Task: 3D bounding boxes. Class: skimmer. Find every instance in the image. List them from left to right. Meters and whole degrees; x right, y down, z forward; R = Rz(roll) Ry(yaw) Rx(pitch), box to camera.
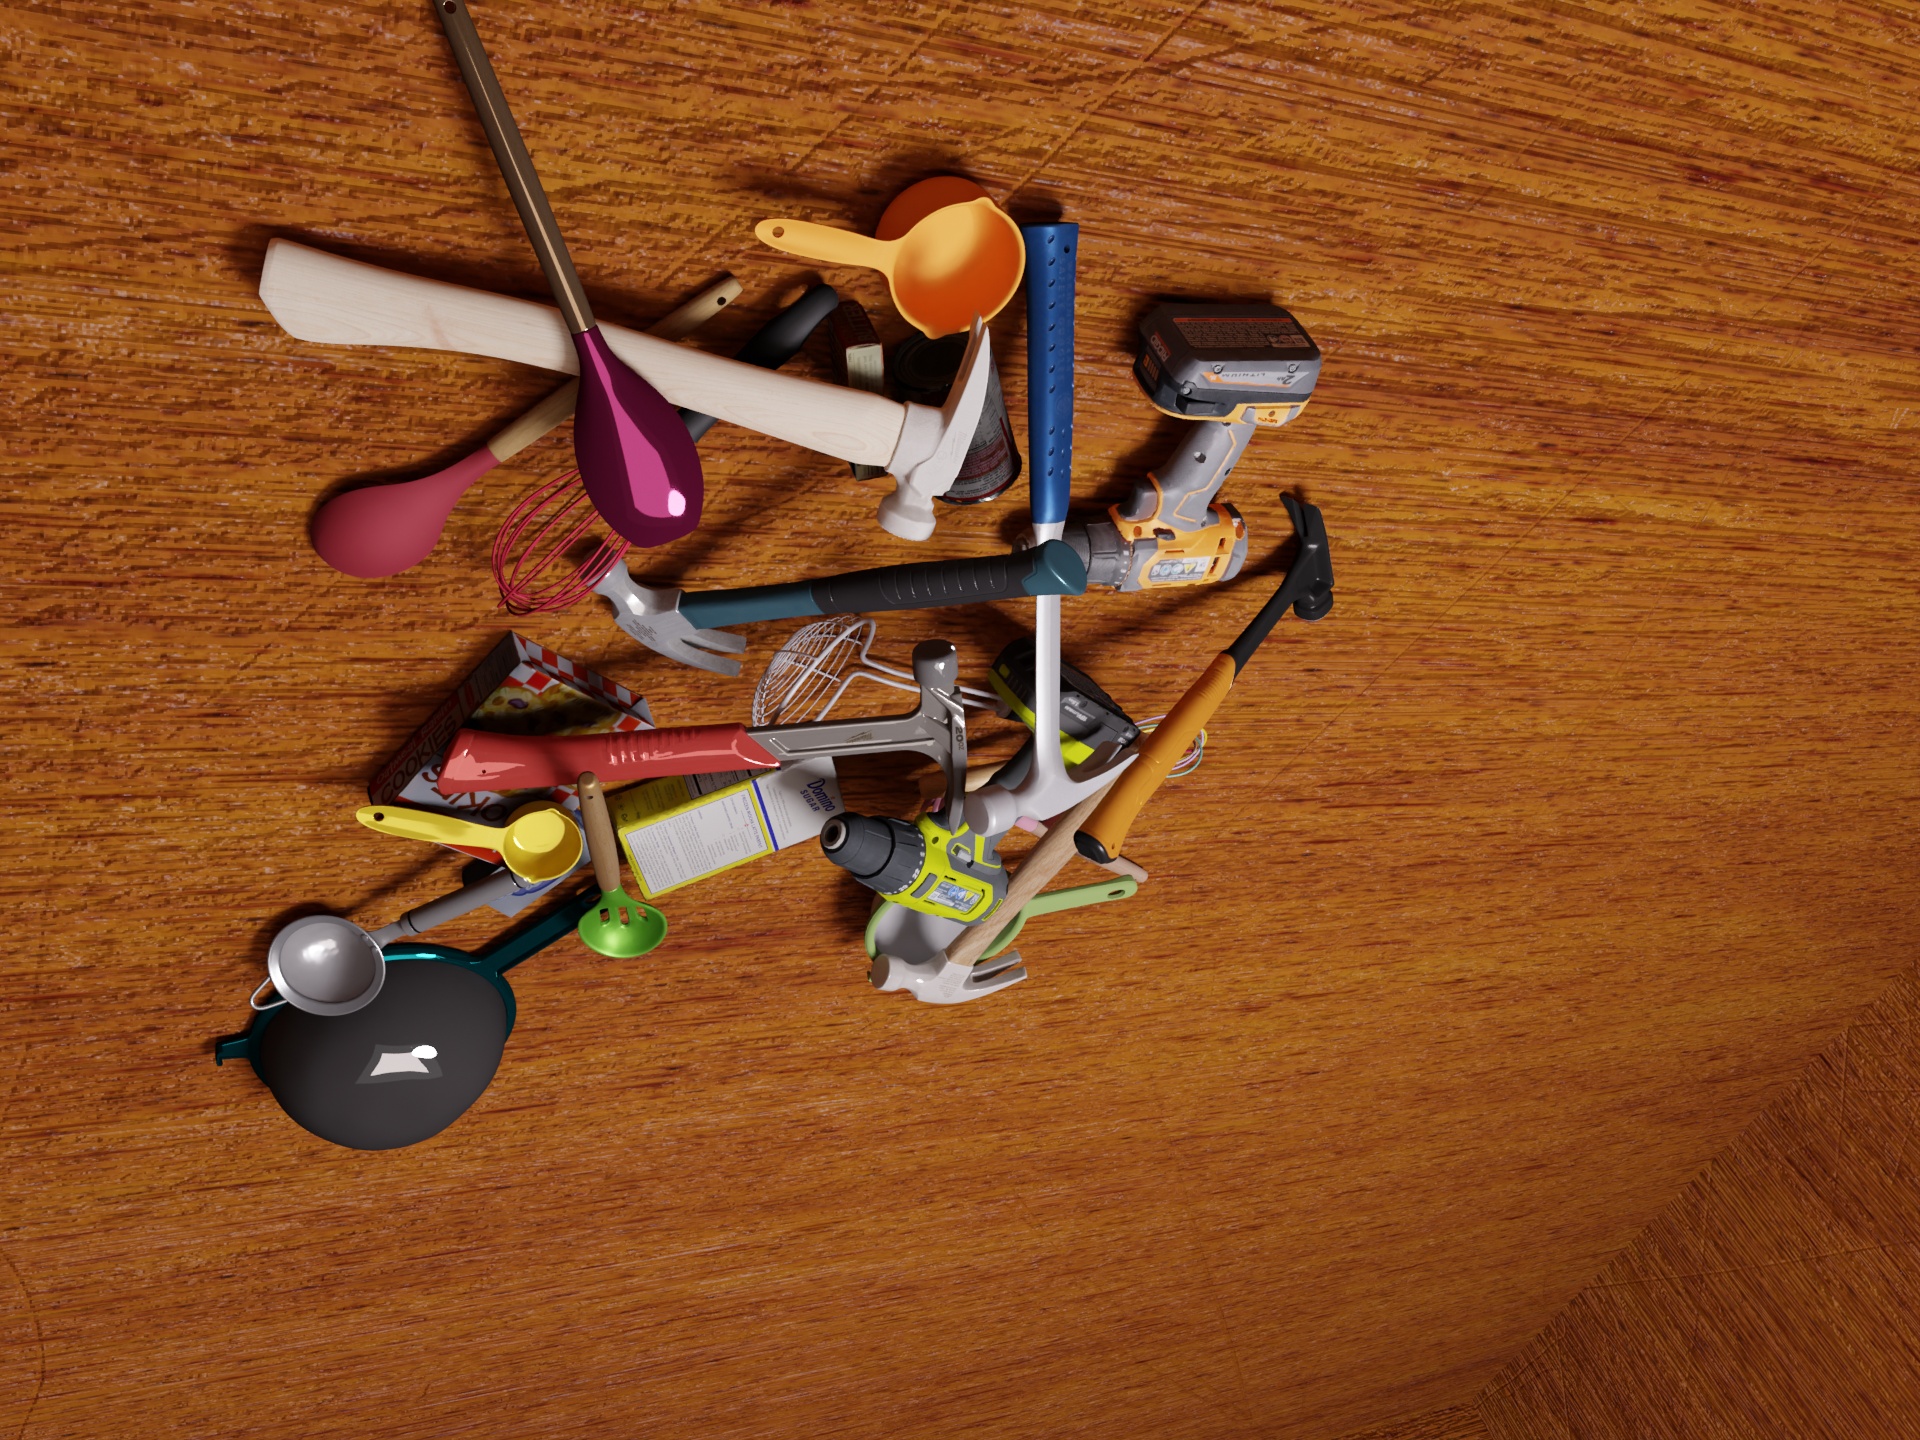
[{"bbox_3d":[-0.002,-0.004,1.245,0.363,0.090,0.127,12,123,-36],"label":"skimmer"}]

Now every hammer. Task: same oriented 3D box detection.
[{"bbox_3d":[-0.183,-0.216,0.925,0.410,0.038,0.146,11,118,-22],"label":"hammer"},{"bbox_3d":[-0.175,0.027,1.101,0.359,0.037,0.149,-5,122,-5],"label":"hammer"},{"bbox_3d":[-0.080,-0.084,1.047,0.331,0.033,0.128,-4,149,22],"label":"hammer"},{"bbox_3d":[0.063,0.131,1.346,0.130,0.031,0.331,17,125,-34],"label":"hammer"},{"bbox_3d":[0.063,-0.125,1.077,0.144,0.035,0.405,-16,115,-37],"label":"hammer"},{"bbox_3d":[0.193,-0.025,1.247,0.337,0.034,0.127,-50,143,-22],"label":"hammer"}]

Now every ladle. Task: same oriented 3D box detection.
[{"bbox_3d":[-0.266,-0.180,0.980,0.315,0.031,0.069,-34,138,5],"label":"ladle"}]

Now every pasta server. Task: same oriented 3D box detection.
[{"bbox_3d":[0.078,0.108,1.442,0.316,0.060,0.040,27,75,-46],"label":"pasta server"}]

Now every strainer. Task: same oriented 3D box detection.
[{"bbox_3d":[-0.420,0.156,1.202,0.258,0.050,0.086,-23,112,10],"label":"strainer"},{"bbox_3d":[-0.410,0.251,1.287,0.340,0.095,0.210,-32,138,8],"label":"strainer"},{"bbox_3d":[0.031,0.151,1.430,0.256,0.069,0.151,-8,136,-16],"label":"strainer"}]

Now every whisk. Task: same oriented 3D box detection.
[{"bbox_3d":[-0.189,-0.171,1.005,0.296,0.073,0.073,-41,137,8],"label":"whisk"},{"bbox_3d":[0.087,0.039,1.325,0.245,0.051,0.047,-10,169,-4],"label":"whisk"}]

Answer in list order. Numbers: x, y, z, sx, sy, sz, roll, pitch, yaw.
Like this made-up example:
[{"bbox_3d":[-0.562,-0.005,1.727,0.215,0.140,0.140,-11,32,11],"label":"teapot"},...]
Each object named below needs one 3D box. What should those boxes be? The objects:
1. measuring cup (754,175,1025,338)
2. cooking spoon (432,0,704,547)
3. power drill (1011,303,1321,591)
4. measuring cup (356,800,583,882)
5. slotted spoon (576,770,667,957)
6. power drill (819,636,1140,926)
[{"bbox_3d":[-0.047,-0.292,0.961,0.173,0.052,0.095,3,131,-27],"label":"measuring cup"},{"bbox_3d":[-0.217,-0.239,0.871,0.069,0.017,0.318,-22,118,-6],"label":"cooking spoon"},{"bbox_3d":[0.143,-0.185,1.150,0.185,0.084,0.226,-6,139,-21],"label":"power drill"},{"bbox_3d":[-0.349,0.075,1.135,0.156,0.029,0.062,13,109,-21],"label":"measuring cup"},{"bbox_3d":[-0.257,0.109,1.165,0.070,0.031,0.313,-4,153,-9],"label":"slotted spoon"},{"bbox_3d":[0.012,0.052,1.227,0.228,0.080,0.190,-49,140,11],"label":"power drill"}]
